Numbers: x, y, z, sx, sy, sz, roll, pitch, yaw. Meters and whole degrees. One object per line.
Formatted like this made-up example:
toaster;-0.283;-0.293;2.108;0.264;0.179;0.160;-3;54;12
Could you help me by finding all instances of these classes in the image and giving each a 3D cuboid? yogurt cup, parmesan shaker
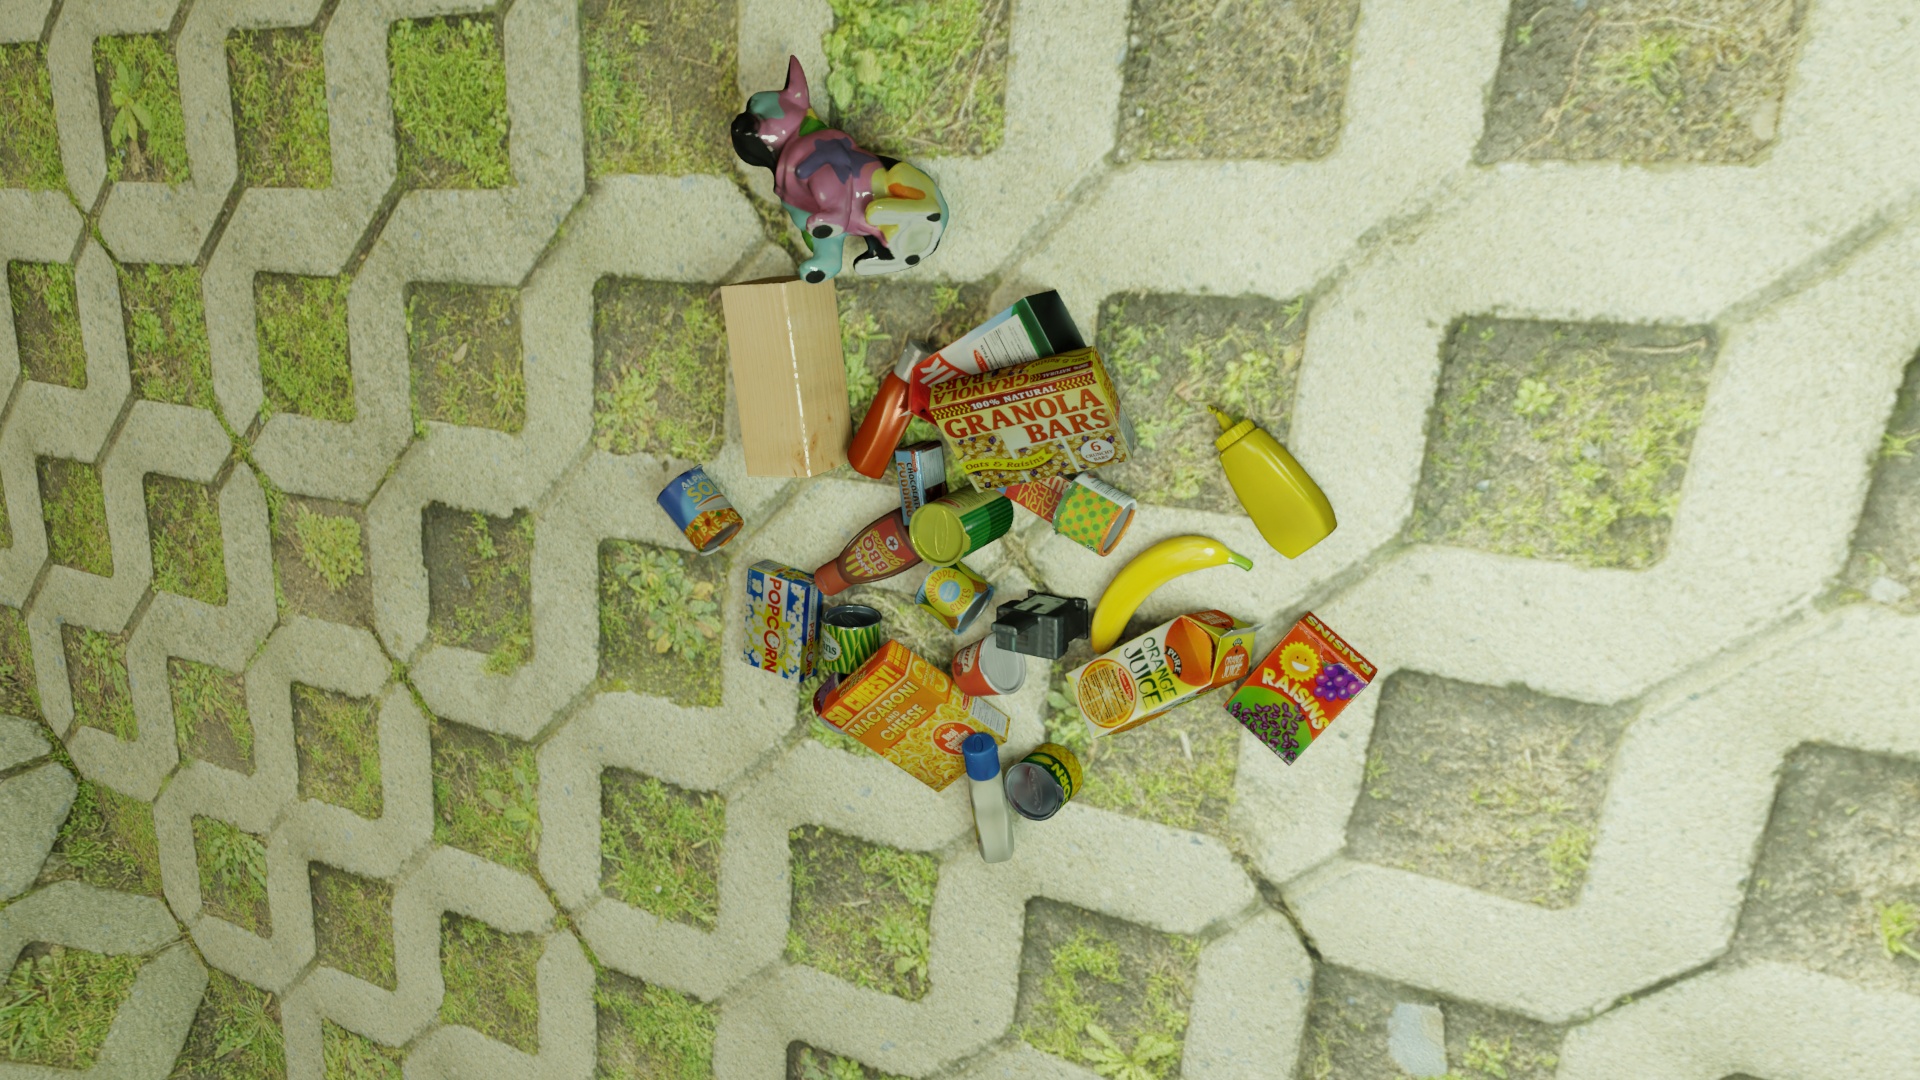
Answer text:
yogurt cup;0.029;0.135;1.478;0.053;0.073;0.072;-21;94;42
parmesan shaker;0.005;-0.018;1.420;0.071;0.103;0.071;10;110;29

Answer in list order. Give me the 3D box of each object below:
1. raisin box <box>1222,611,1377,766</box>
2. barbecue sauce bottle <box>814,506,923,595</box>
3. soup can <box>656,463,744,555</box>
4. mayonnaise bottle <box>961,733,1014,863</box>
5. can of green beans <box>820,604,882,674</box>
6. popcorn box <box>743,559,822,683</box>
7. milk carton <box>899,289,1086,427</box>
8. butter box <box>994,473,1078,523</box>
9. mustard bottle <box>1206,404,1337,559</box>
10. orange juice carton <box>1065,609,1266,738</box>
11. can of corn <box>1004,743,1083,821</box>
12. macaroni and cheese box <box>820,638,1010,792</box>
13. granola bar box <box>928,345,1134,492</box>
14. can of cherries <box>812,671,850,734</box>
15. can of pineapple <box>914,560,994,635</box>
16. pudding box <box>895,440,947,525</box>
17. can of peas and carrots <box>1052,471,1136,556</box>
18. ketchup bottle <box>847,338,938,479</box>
raisin box;0.320;0.140;1.315;0.086;0.040;0.122;43;121;14
barbecue sauce bottle;-0.099;0.018;1.531;0.148;0.044;0.065;-29;90;35
soup can;-0.302;-0.035;1.625;0.084;0.071;0.071;49;123;9
mayonnaise bottle;0.029;0.276;1.500;0.041;0.065;0.147;-10;120;1
can of green beans;-0.122;0.111;1.560;0.071;0.071;0.057;14;112;27
popcorn box;-0.208;0.094;1.624;0.085;0.038;0.126;17;113;26
milk carton;0.024;-0.170;1.380;0.190;0.072;0.073;-27;90;33
butter box;0.071;-0.062;1.413;0.103;0.024;0.053;31;118;20
mustard bottle;0.278;-0.062;1.272;0.065;0.049;0.160;-38;83;34
orange juice carton;0.204;0.123;1.351;0.192;0.072;0.073;-32;71;35
can of corn;0.092;0.256;1.479;0.071;0.058;0.071;10;110;29
macaroni and cheese box;-0.049;0.192;1.513;0.166;0.040;0.123;36;125;-17
granola bar box;0.069;-0.113;1.331;0.165;0.039;0.123;-11;136;21
can of cherries;-0.126;0.178;1.586;0.071;0.072;0.058;49;124;9
can of pineapple;-0.006;0.058;1.471;0.058;0.071;0.070;37;121;16
pudding box;-0.040;-0.060;1.466;0.030;0.050;0.083;2;106;33
can of peas and carrots;0.131;-0.023;1.363;0.059;0.071;0.070;30;119;20
ketchup bottle;-0.070;-0.140;1.456;0.043;0.065;0.148;20;115;-20
